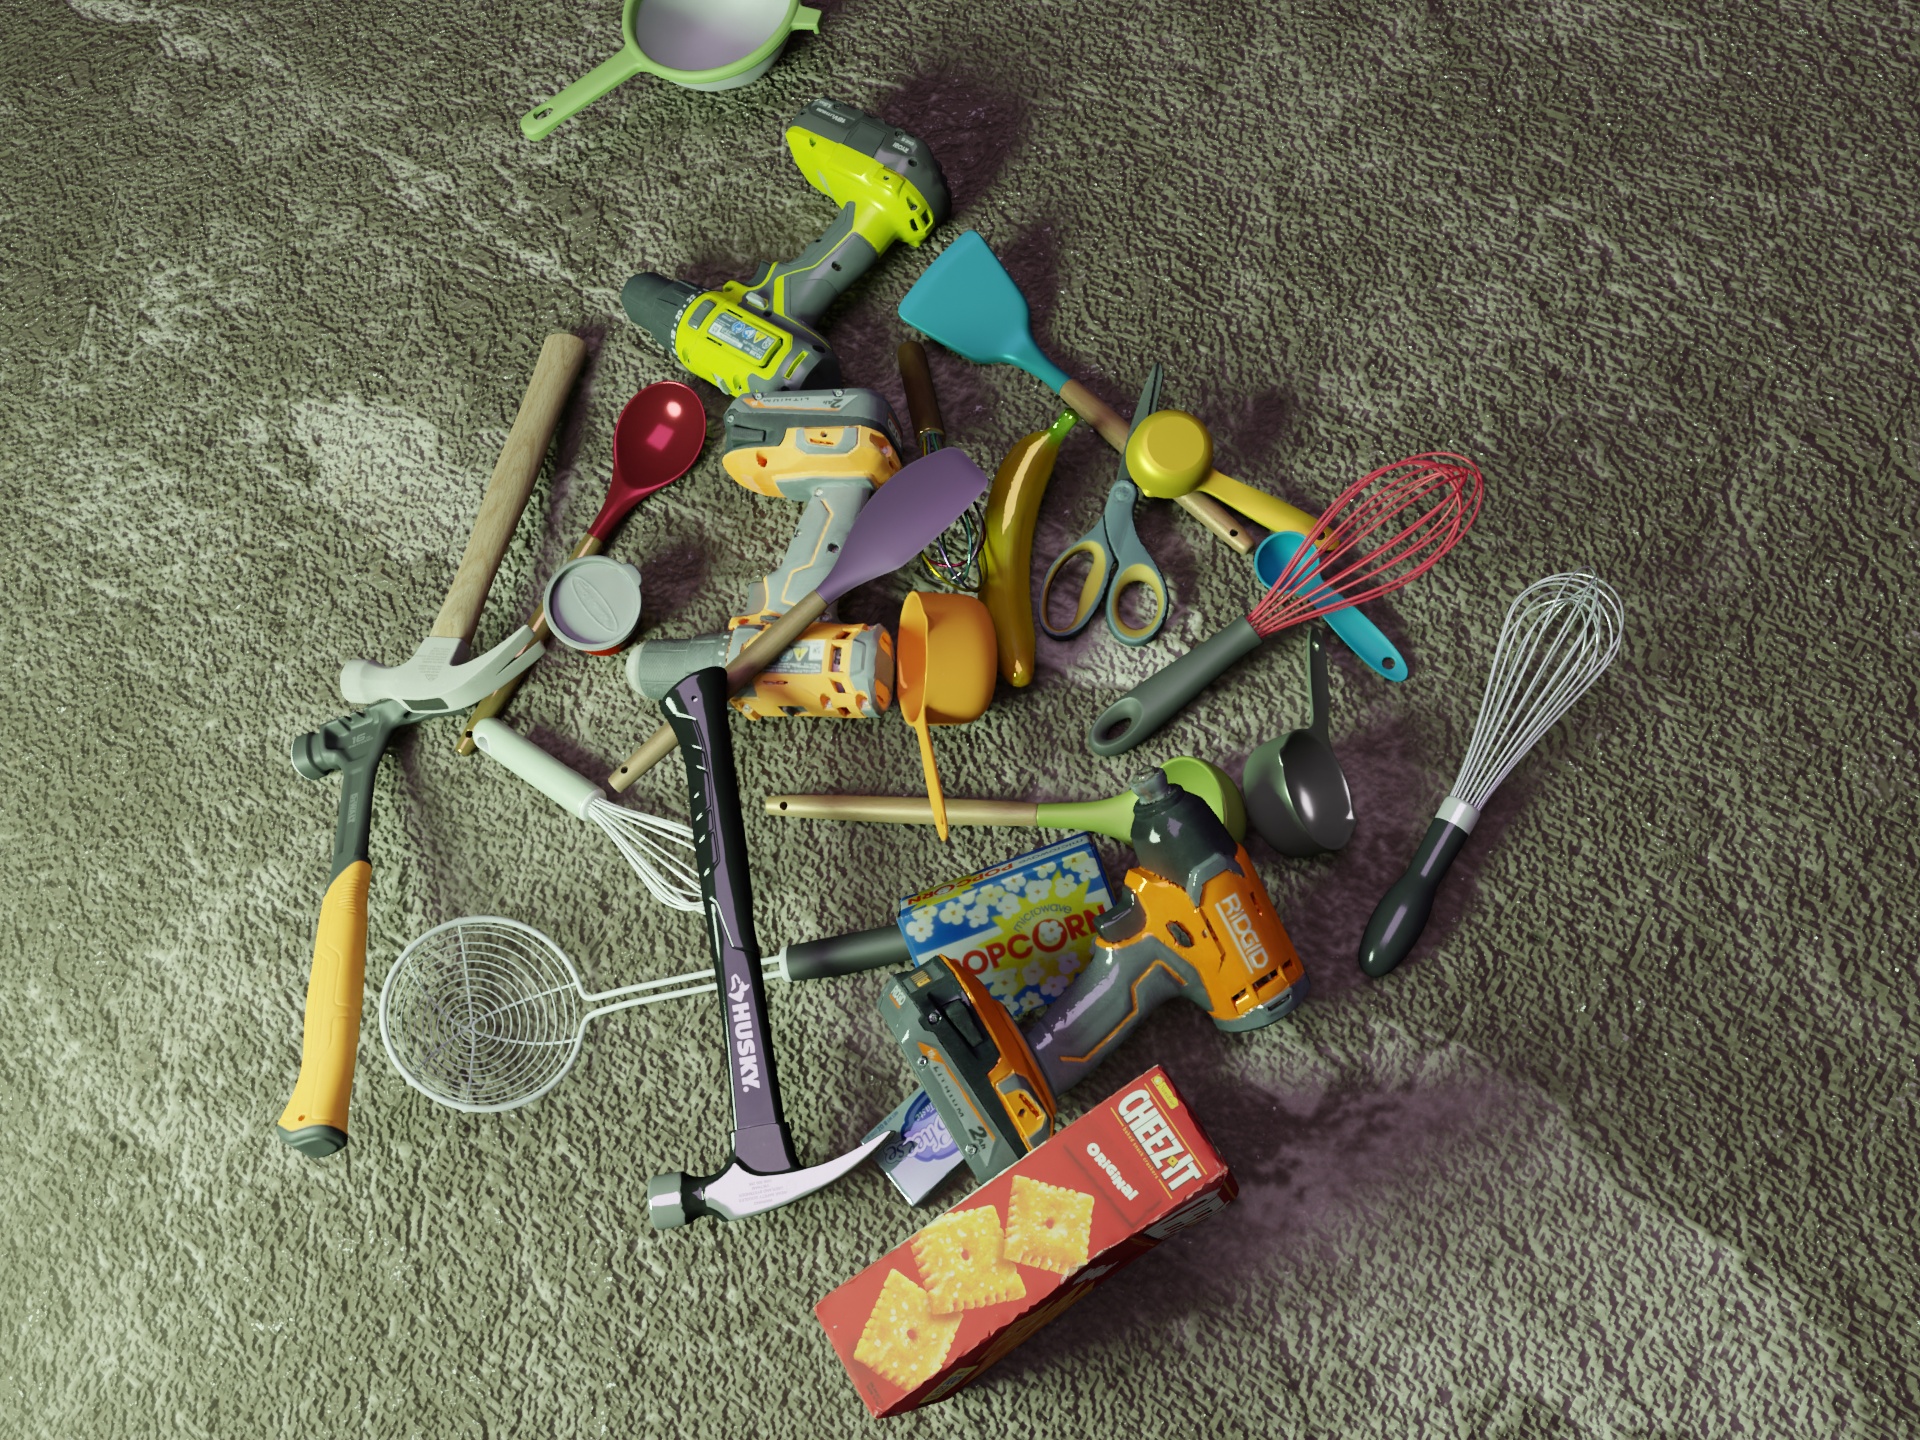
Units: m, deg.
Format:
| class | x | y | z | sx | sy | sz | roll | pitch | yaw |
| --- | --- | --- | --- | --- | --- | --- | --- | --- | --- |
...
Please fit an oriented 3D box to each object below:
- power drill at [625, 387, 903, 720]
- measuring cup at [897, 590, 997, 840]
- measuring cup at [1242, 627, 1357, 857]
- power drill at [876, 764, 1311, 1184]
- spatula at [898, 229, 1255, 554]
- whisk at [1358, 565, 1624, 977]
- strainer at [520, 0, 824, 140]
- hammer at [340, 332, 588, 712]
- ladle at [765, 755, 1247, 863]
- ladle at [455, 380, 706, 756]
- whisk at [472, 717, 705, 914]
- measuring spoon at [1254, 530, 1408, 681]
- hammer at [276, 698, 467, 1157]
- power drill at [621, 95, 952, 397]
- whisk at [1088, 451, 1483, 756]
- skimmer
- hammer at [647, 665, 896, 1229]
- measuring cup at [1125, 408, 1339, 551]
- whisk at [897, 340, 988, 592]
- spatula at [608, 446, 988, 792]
| class | x | y | z | sx | sy | sz | roll | pitch | yaw |
| --- | --- | --- | --- | --- | --- | --- | --- | --- | --- |
| power drill | -0.132 | -0.110 | 1.101 | 0.185 | 0.084 | 0.226 | 0 | 74 | 13 |
| measuring cup | -0.002 | -0.003 | 1.017 | 0.052 | 0.095 | 0.174 | -2 | 61 | -16 |
| measuring cup | 0.208 | 0.011 | 0.990 | 0.038 | 0.083 | 0.168 | -26 | 40 | 37 |
| power drill | 0.071 | 0.138 | 0.901 | 0.226 | 0.084 | 0.164 | -30 | 103 | -9 |
| spatula | 0.087 | -0.220 | 1.111 | 0.082 | 0.044 | 0.318 | -47 | 67 | 5 |
| whisk | 0.315 | 0.030 | 0.956 | 0.070 | 0.070 | 0.284 | 29 | 83 | 22 |
| strainer | -0.238 | -0.534 | 1.299 | 0.256 | 0.069 | 0.152 | -34 | 68 | -1 |
| hammer | -0.334 | -0.152 | 1.162 | 0.130 | 0.031 | 0.332 | 4 | 61 | 15 |
| ladle | 0.021 | 0.059 | 1.010 | 0.320 | 0.062 | 0.078 | 1 | 86 | 16 |
| ladle | -0.280 | -0.111 | 1.163 | 0.069 | 0.031 | 0.315 | 27 | 79 | 9 |
| whisk | -0.243 | 0.060 | 1.077 | 0.246 | 0.057 | 0.059 | 30 | 43 | 23 |
| measuring spoon | 0.243 | -0.071 | 1.034 | 0.042 | 0.021 | 0.129 | -42 | 75 | 3 |
| hammer | -0.395 | 0.122 | 1.040 | 0.127 | 0.034 | 0.337 | -20 | 49 | 11 |
| power drill | -0.132 | -0.349 | 1.197 | 0.191 | 0.080 | 0.228 | 32 | 81 | 22 |
| whisk | 0.201 | -0.070 | 1.003 | 0.296 | 0.073 | 0.073 | -37 | 65 | 11 |
| skimmer | -0.175 | 0.159 | 0.995 | 0.363 | 0.090 | 0.127 | -12 | 66 | 8 |
| hammer | -0.134 | 0.127 | 0.969 | 0.146 | 0.035 | 0.335 | -10 | 74 | 0 |
| measuring cup | 0.183 | -0.155 | 1.050 | 0.156 | 0.029 | 0.062 | 28 | 77 | 5 |
| whisk | -0.020 | -0.181 | 1.098 | 0.047 | 0.051 | 0.245 | -6 | 52 | -7 |
| spatula | -0.111 | -0.064 | 1.037 | 0.316 | 0.018 | 0.060 | -43 | 62 | 1 |
